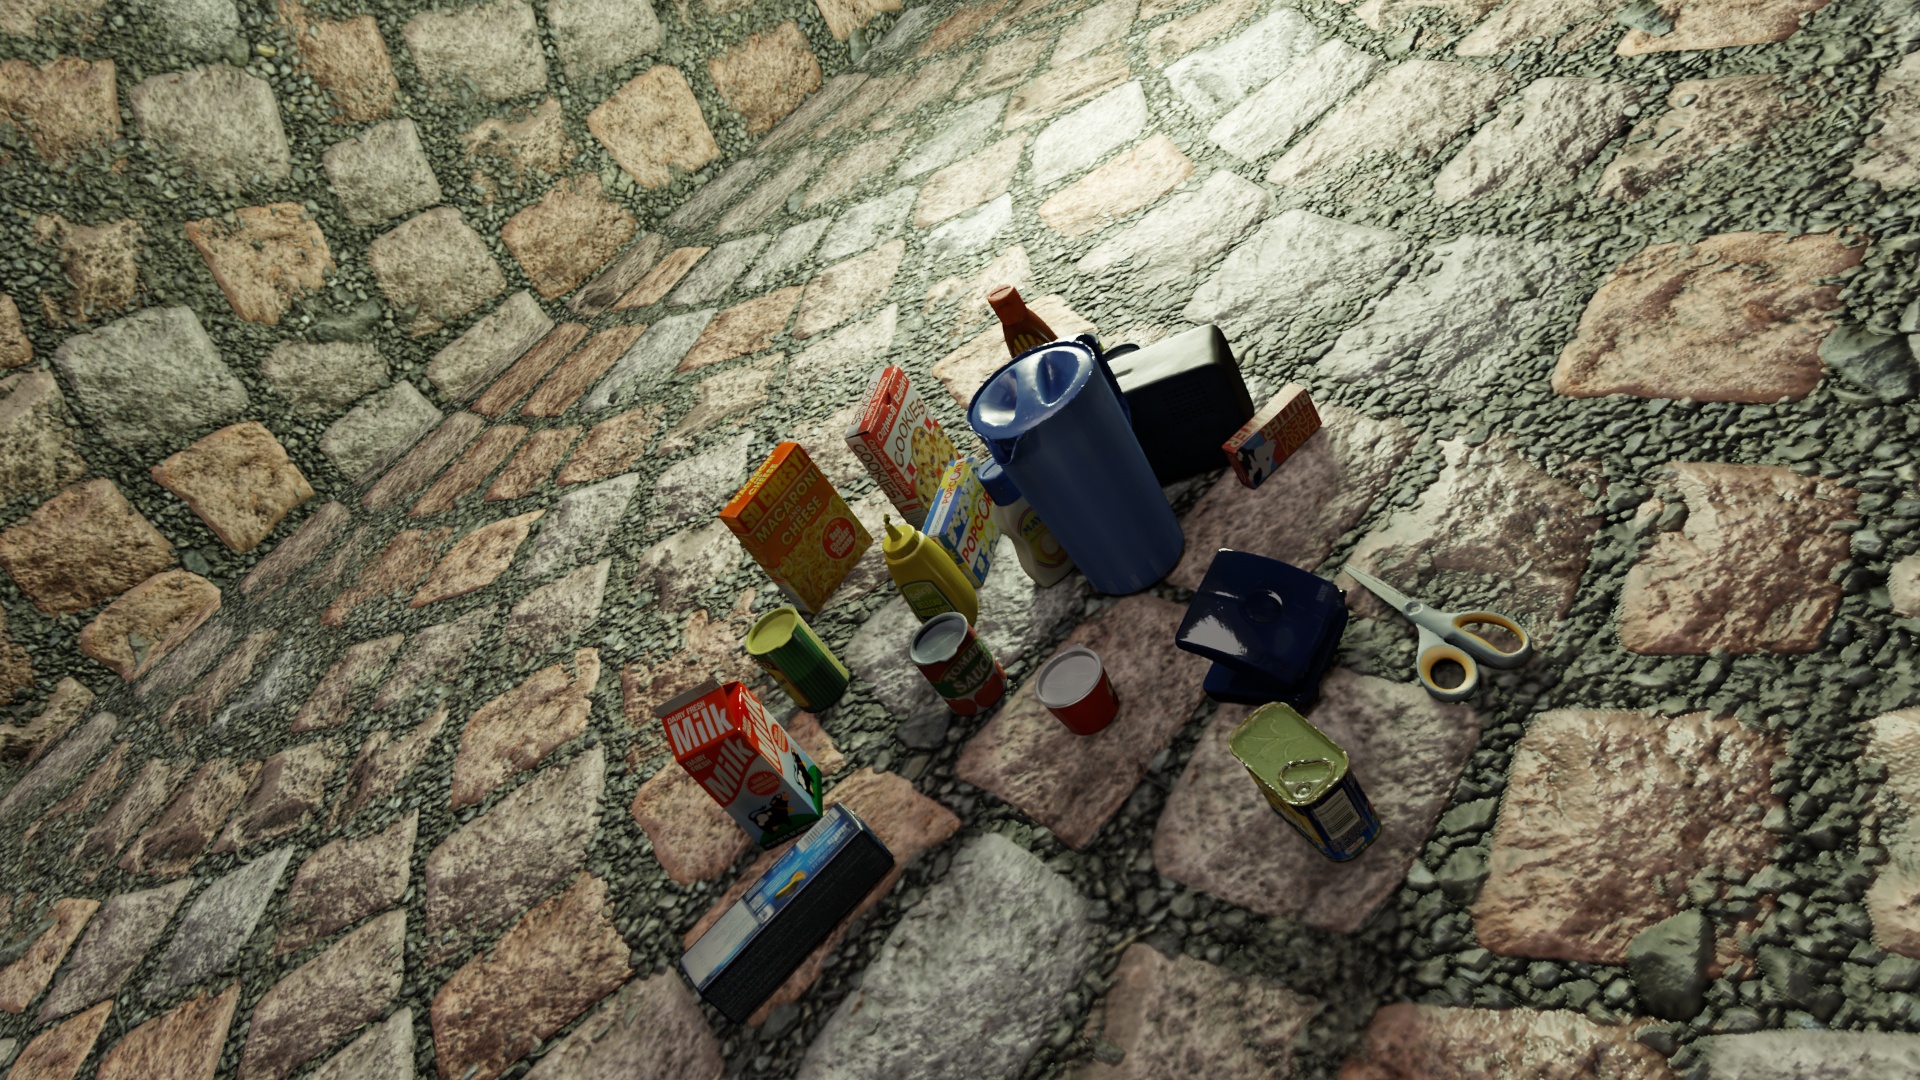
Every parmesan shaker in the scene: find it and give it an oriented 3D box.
[{"bbox_3d":[-0.173,0.130,1.486,0.071,0.102,0.072,-24,34,18],"label":"parmesan shaker"}]

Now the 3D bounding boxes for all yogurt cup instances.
[{"bbox_3d":[0.109,0.140,1.264,0.072,0.053,0.073,-24,34,18],"label":"yogurt cup"}]

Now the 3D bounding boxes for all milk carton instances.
[{"bbox_3d":[-0.213,0.207,1.343,0.072,0.190,0.074,-29,33,11],"label":"milk carton"}]

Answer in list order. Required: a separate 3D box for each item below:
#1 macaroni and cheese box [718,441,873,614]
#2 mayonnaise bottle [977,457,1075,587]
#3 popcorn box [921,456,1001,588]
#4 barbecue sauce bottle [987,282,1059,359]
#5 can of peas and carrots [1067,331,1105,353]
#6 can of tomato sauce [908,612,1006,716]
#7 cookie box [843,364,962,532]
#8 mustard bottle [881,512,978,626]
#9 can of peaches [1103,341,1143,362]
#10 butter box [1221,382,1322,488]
[{"bbox_3d":[-0.191,-0.014,1.628,0.040,0.166,0.124,6,51,46],"label":"macaroni and cheese box"},{"bbox_3d":[0.068,-0.022,1.420,0.065,0.147,0.041,-43,33,-10],"label":"mayonnaise bottle"},{"bbox_3d":[0.005,-0.019,1.531,0.038,0.085,0.127,-13,39,32],"label":"popcorn box"},{"bbox_3d":[0.083,-0.245,1.689,0.065,0.148,0.044,-21,35,22],"label":"barbecue sauce bottle"},{"bbox_3d":[0.148,-0.208,1.667,0.071,0.058,0.071,-24,34,18],"label":"can of peas and carrots"},{"bbox_3d":[-0.001,0.122,1.358,0.071,0.083,0.071,-24,34,18],"label":"can of tomato sauce"},{"bbox_3d":[-0.060,-0.103,1.622,0.040,0.167,0.123,-15,38,30],"label":"cookie box"},{"bbox_3d":[-0.041,0.031,1.440,0.065,0.159,0.049,-16,38,29],"label":"mustard bottle"},{"bbox_3d":[0.190,-0.184,1.599,0.071,0.058,0.071,-24,34,18],"label":"can of peaches"},{"bbox_3d":[0.313,-0.105,1.392,0.104,0.053,0.024,-42,33,-11],"label":"butter box"}]
